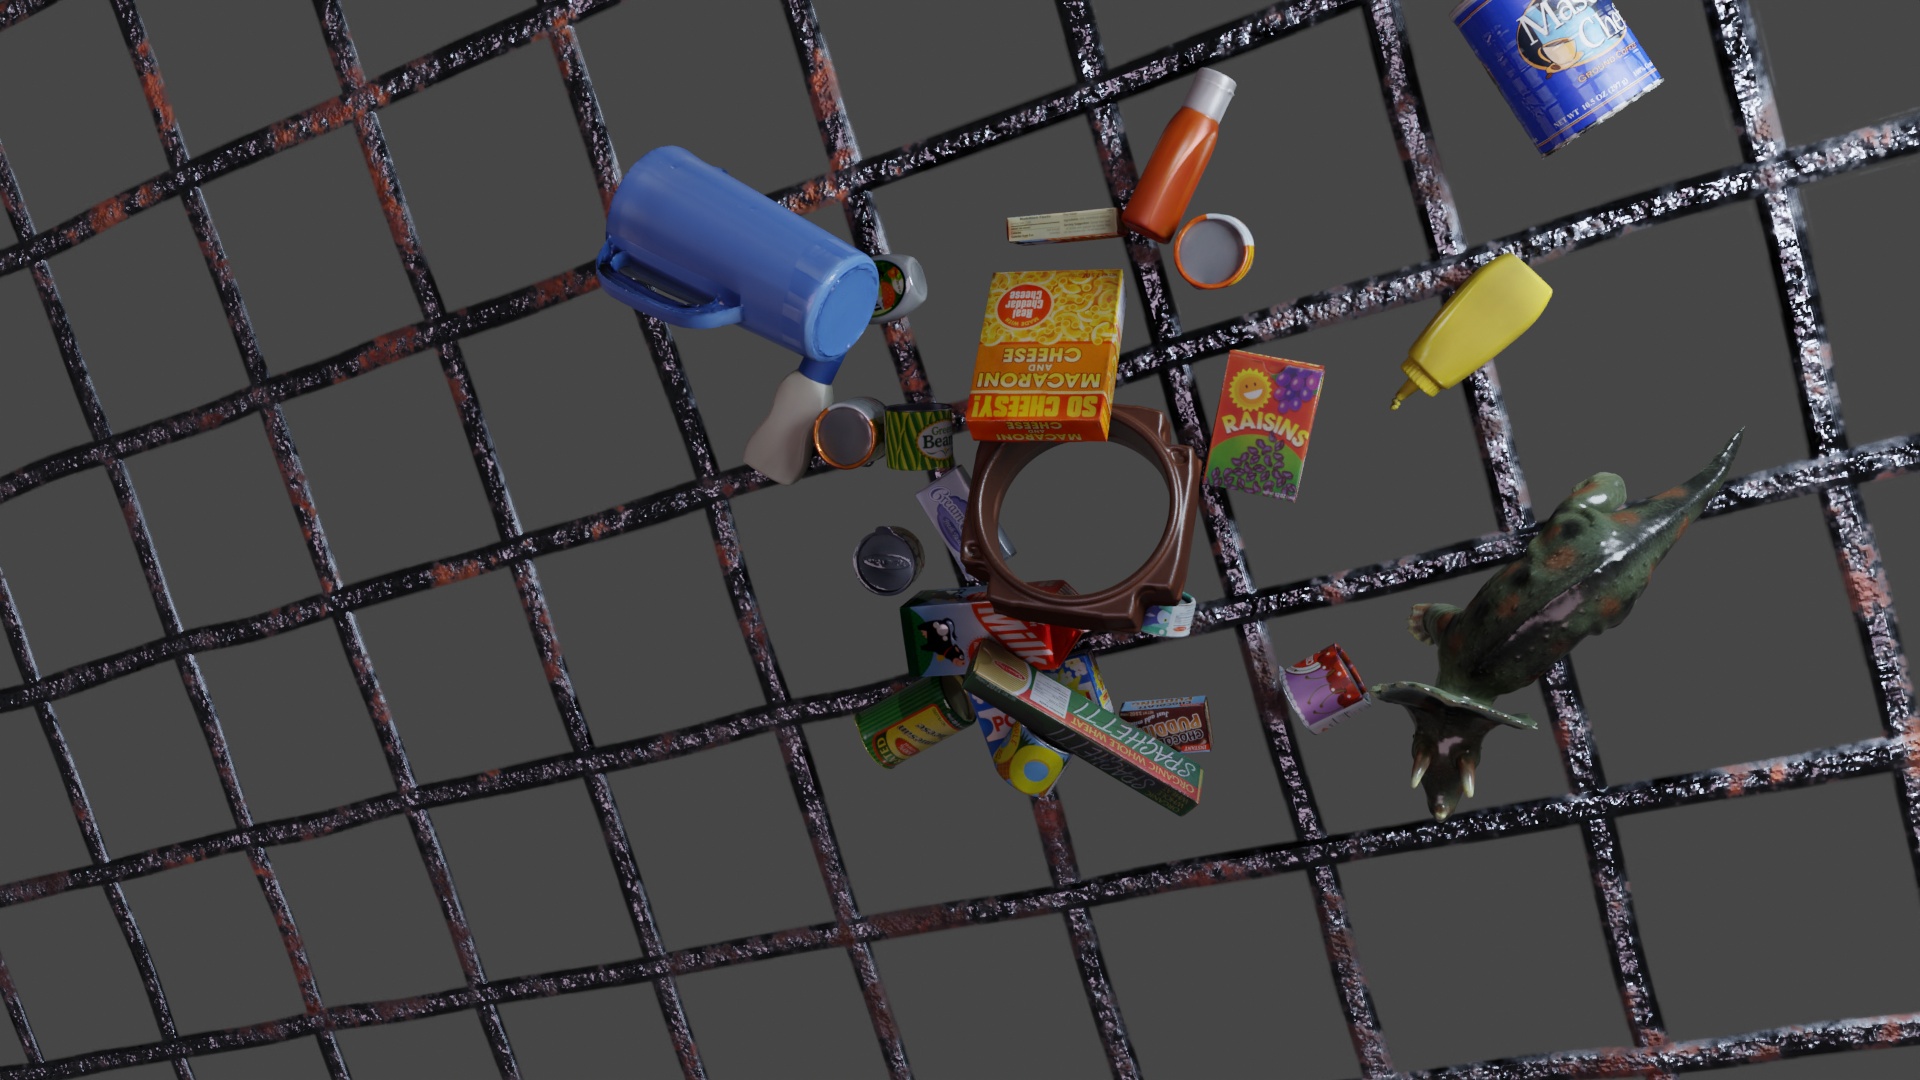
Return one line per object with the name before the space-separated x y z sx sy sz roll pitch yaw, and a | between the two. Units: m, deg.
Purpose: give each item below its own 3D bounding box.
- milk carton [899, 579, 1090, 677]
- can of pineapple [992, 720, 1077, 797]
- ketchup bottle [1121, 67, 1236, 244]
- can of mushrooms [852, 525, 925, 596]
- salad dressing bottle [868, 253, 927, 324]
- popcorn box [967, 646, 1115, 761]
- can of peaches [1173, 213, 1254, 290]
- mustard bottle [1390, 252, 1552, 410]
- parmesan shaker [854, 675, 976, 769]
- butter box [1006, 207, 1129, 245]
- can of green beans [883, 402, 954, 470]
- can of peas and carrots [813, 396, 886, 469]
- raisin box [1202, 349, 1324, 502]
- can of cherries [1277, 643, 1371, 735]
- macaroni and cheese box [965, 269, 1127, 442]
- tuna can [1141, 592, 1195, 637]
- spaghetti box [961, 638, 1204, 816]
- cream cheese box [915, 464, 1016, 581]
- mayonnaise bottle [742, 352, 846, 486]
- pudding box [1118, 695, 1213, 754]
milk carton | 0.045 0.084 1.342 0.190 0.072 0.073 -5 100 17
can of pineapple | 0.071 0.200 1.319 0.071 0.071 0.057 34 110 8
ketchup bottle | 0.194 -0.338 1.220 0.043 0.065 0.148 29 100 25
can of mushrooms | -0.070 0.017 1.384 0.071 0.033 0.071 4 102 17
salad dressing bottle | -0.107 -0.232 1.339 0.147 0.044 0.064 -13 91 19
popcorn box | 0.081 0.163 1.366 0.126 0.038 0.085 -18 97 19
can of peaches | 0.223 -0.253 1.228 0.071 0.058 0.071 3 102 16
mustard bottle | 0.426 -0.172 1.189 0.065 0.049 0.159 46 110 4
parmesan shaker | -0.044 0.176 1.388 0.103 0.071 0.071 -31 91 20
butter box | 0.098 -0.285 1.262 0.103 0.053 0.024 -2 98 16
can of green beans | -0.040 -0.100 1.334 0.071 0.071 0.057 1 102 16
can of peas and carrots | -0.104 -0.103 1.356 0.071 0.059 0.070 3 102 17
raisin box | 0.273 -0.104 1.254 0.086 0.040 0.123 13 104 15
can of cherries | 0.332 0.133 1.270 0.058 0.072 0.071 -32 91 20
macaroni and cheese box | 0.079 -0.166 1.248 0.124 0.040 0.167 1 61 17
tuna can | 0.183 0.064 1.301 0.071 0.071 0.032 15 105 13
spaghetti box | 0.116 0.176 1.297 0.250 0.050 0.028 31 127 -7
cream cheese box | 0.005 -0.017 1.359 0.053 0.024 0.104 -31 91 19
mayonnaise bottle | -0.159 -0.131 1.378 0.065 0.041 0.147 30 107 7
pudding box | 0.198 0.180 1.338 0.083 0.030 0.049 -7 100 18
